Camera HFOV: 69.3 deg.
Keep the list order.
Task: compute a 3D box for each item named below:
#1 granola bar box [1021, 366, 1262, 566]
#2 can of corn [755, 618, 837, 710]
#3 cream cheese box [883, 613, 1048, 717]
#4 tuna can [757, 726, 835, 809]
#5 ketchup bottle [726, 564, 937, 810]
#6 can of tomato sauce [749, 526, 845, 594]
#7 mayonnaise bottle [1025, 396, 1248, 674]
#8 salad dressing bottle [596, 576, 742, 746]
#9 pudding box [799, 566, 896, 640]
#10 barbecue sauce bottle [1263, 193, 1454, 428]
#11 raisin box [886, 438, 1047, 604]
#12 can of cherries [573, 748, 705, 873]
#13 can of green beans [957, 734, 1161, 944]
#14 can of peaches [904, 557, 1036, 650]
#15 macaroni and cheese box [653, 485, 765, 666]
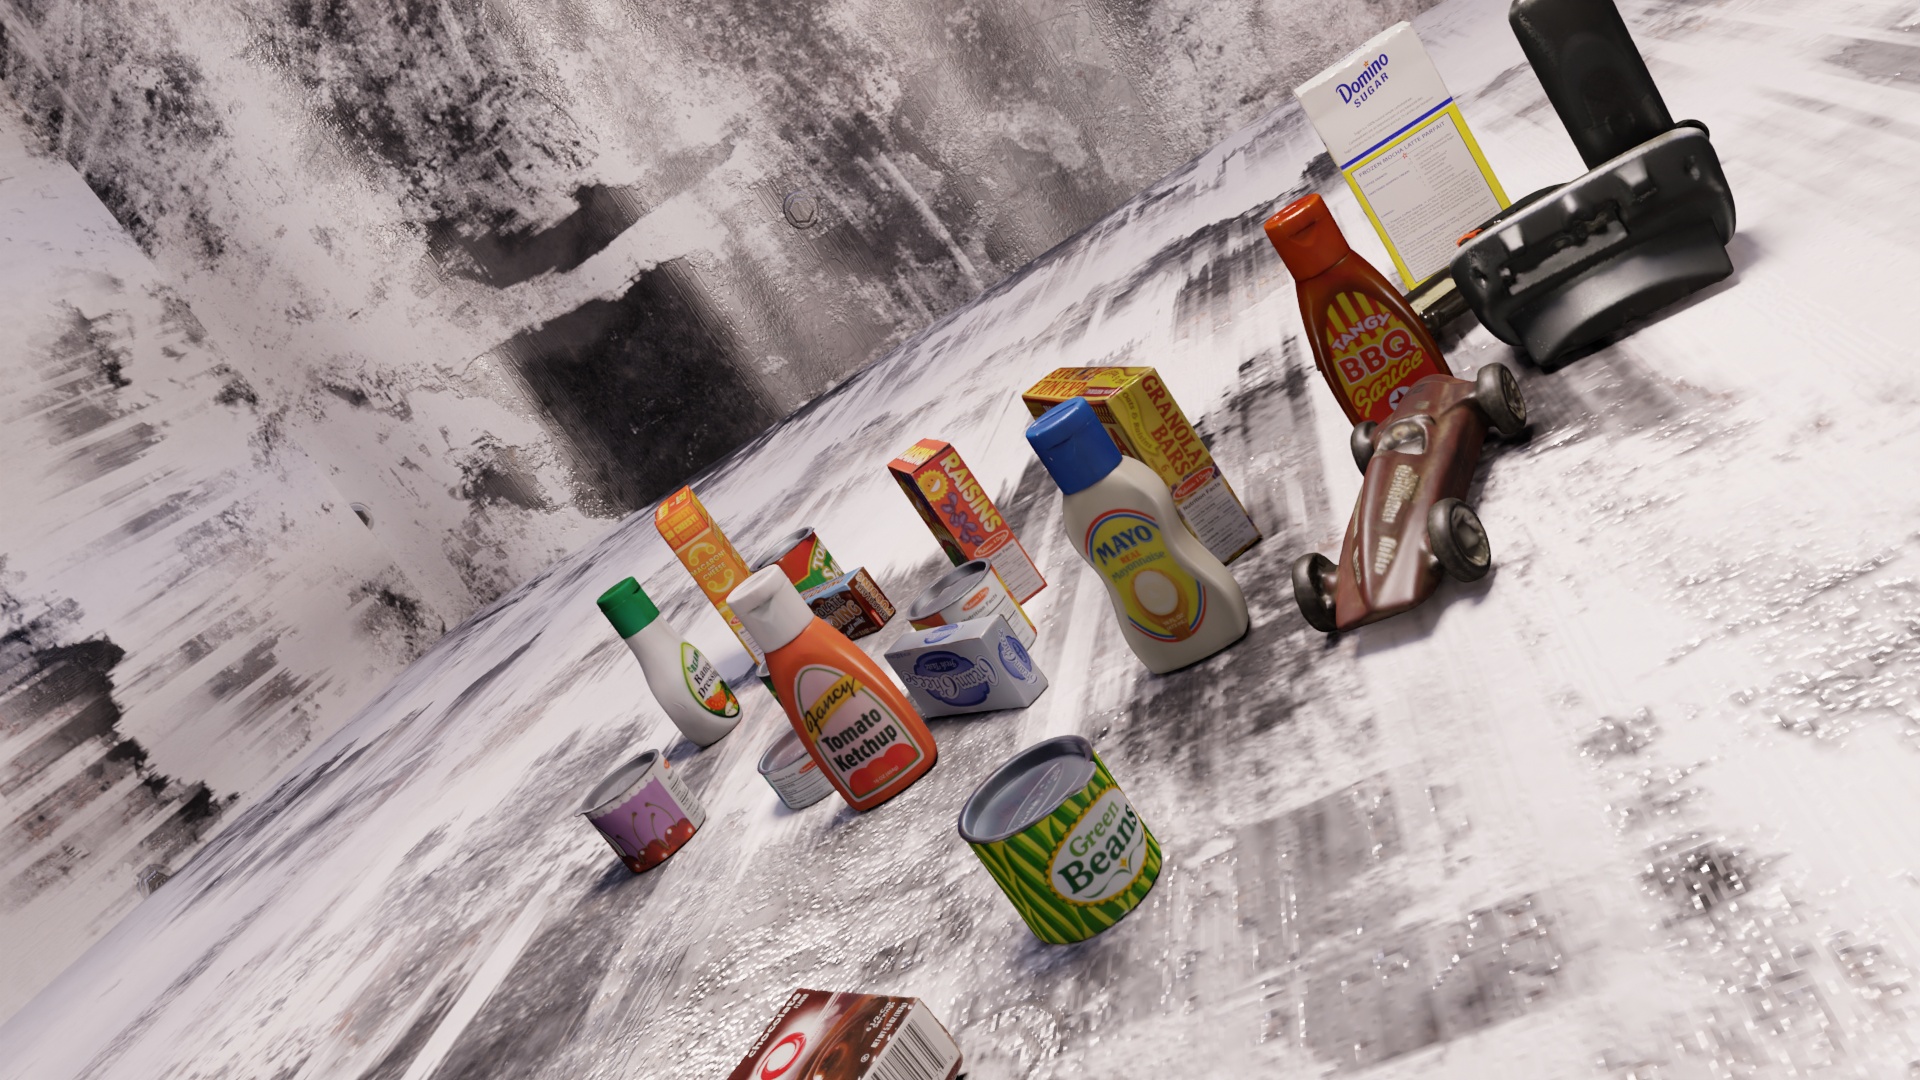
[{"bbox_3d":[0.107,-0.049,0.871,0.039,0.124,0.165,-37,14,-8],"label":"granola bar box"},{"bbox_3d":[-0.105,0.099,1.003,0.071,0.058,0.071,-32,14,9],"label":"can of corn"},{"bbox_3d":[0.002,0.077,0.839,0.103,0.053,0.024,-16,23,52],"label":"cream cheese box"},{"bbox_3d":[-0.095,0.139,0.898,0.071,0.032,0.071,-32,14,9],"label":"tuna can"},{"bbox_3d":[-0.078,0.083,0.806,0.065,0.148,0.043,-34,13,4],"label":"ketchup bottle"},{"bbox_3d":[-0.133,0.039,1.218,0.071,0.083,0.071,-32,14,9],"label":"can of tomato sauce"},{"bbox_3d":[0.087,-0.004,0.716,0.064,0.148,0.041,-29,15,24],"label":"mayonnaise bottle"},{"bbox_3d":[-0.237,0.098,1.126,0.044,0.147,0.064,-30,14,20],"label":"salad dressing bottle"},{"bbox_3d":[-0.100,0.057,1.149,0.083,0.049,0.030,-23,18,41],"label":"pudding box"},{"bbox_3d":[0.229,-0.130,0.811,0.064,0.148,0.044,-30,14,18],"label":"barbecue sauce bottle"},{"bbox_3d":[0.004,-0.012,0.990,0.040,0.123,0.086,-36,14,-7],"label":"raisin box"},{"bbox_3d":[-0.223,0.190,0.970,0.071,0.058,0.072,-32,14,9],"label":"can of cherries"},{"bbox_3d":[0.042,0.124,0.579,0.071,0.057,0.071,-32,14,9],"label":"can of green beans"},{"bbox_3d":[0.006,0.053,0.900,0.071,0.058,0.071,-32,14,9],"label":"can of peaches"},{"bbox_3d":[-0.206,0.035,1.224,0.040,0.166,0.124,-36,14,-5],"label":"macaroni and cheese box"}]
